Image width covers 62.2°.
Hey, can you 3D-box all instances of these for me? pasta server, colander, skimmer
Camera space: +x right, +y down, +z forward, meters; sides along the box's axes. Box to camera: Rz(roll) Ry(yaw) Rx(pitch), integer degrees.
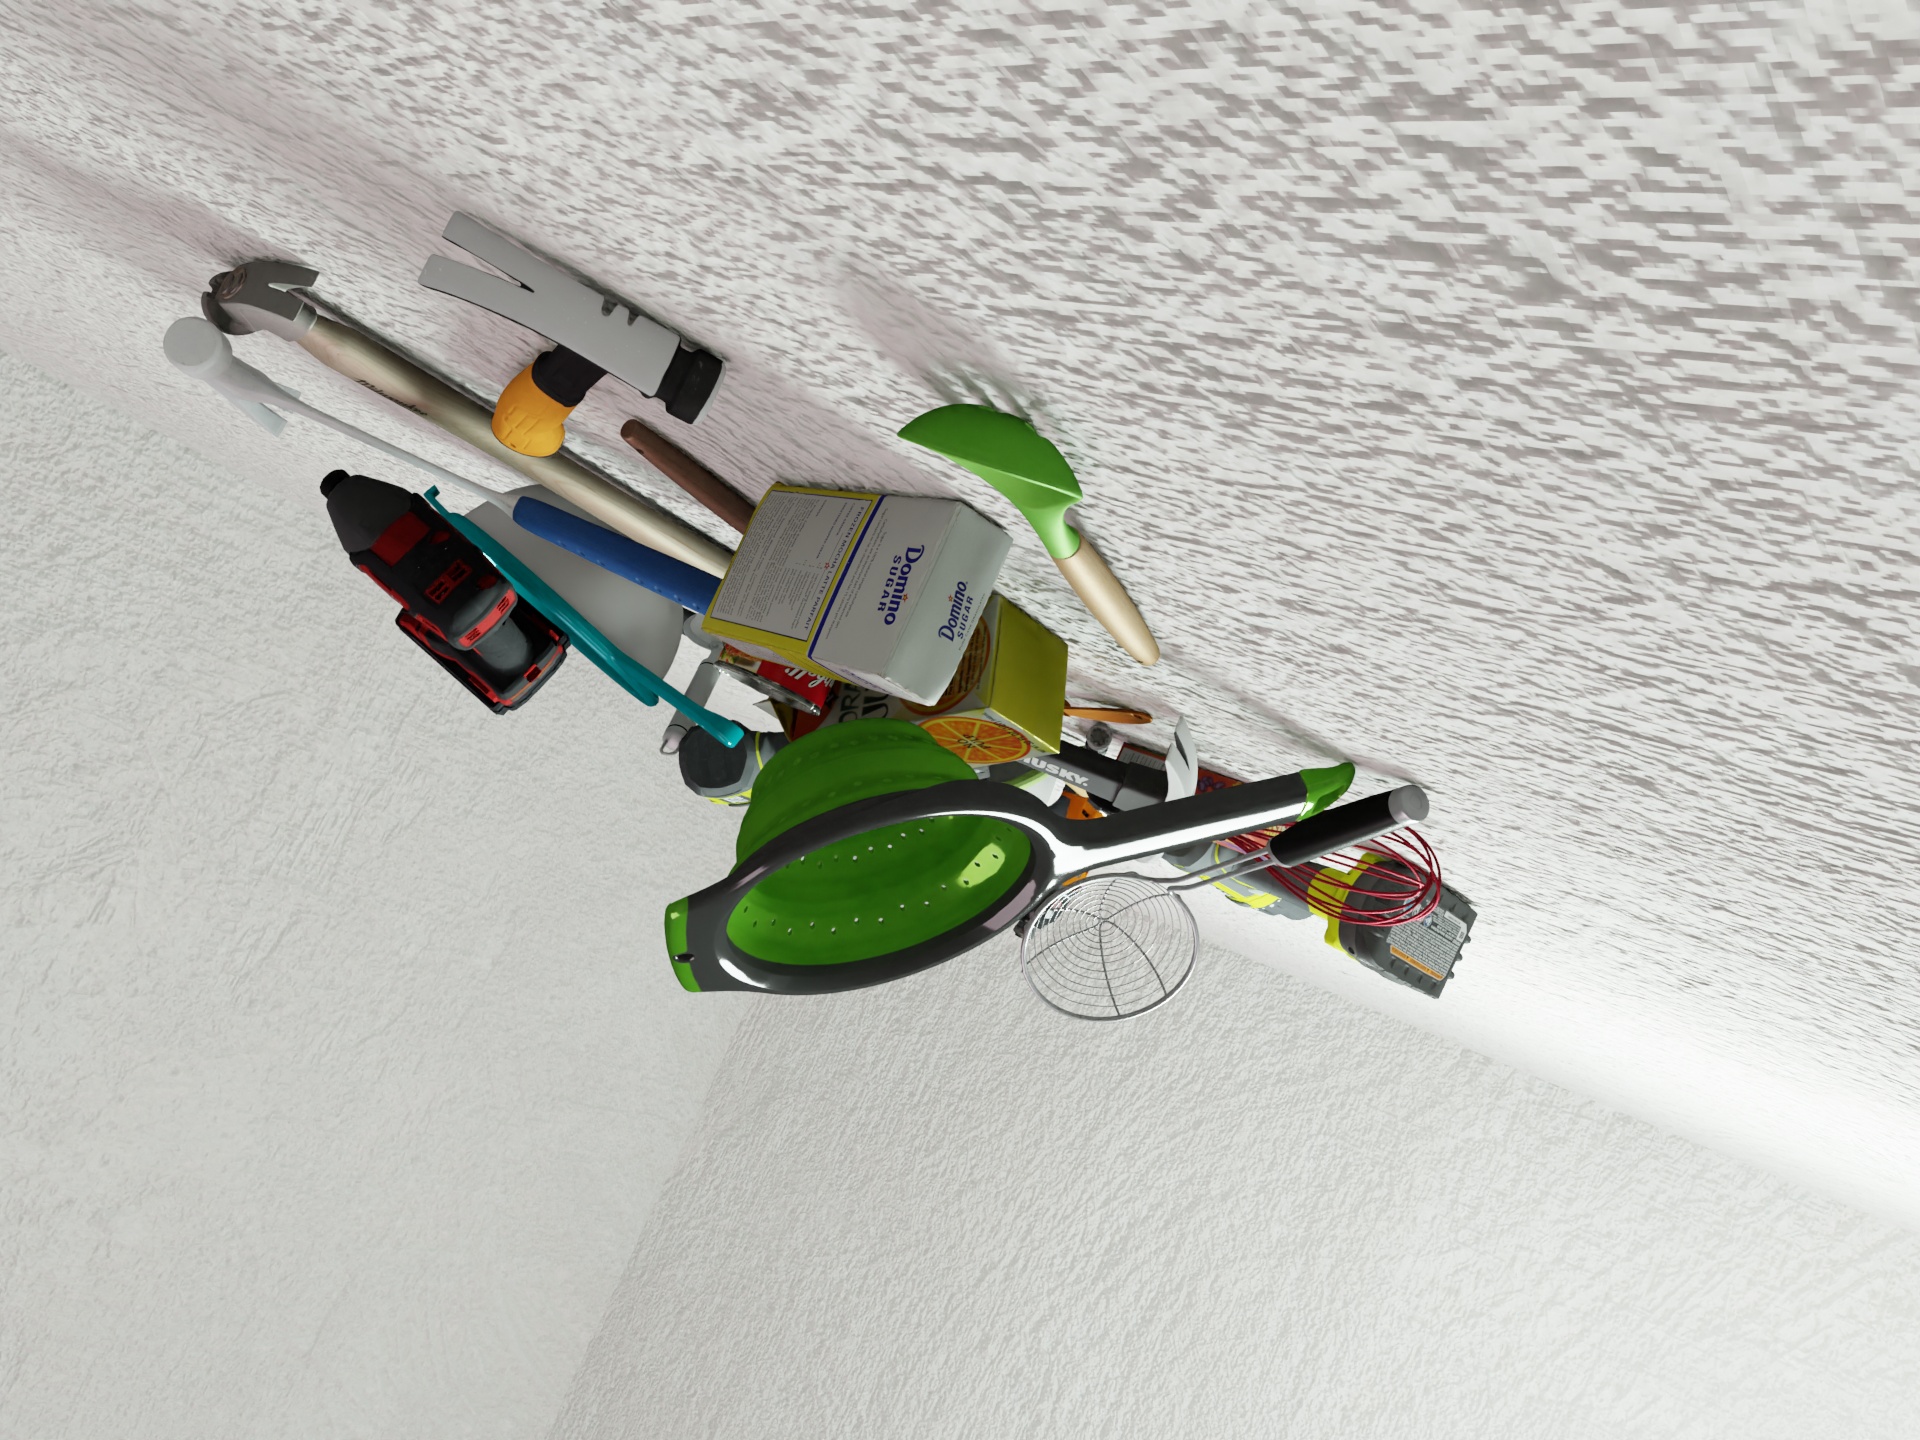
[{"bbox_3d":[-0.111,-0.100,0.999,0.060,0.040,0.316,8,164,32],"label":"pasta server"},{"bbox_3d":[0.025,0.047,0.892,0.397,0.095,0.204,-12,149,-12],"label":"colander"},{"bbox_3d":[0.164,0.123,1.023,0.127,0.090,0.363,29,152,-16],"label":"skimmer"}]

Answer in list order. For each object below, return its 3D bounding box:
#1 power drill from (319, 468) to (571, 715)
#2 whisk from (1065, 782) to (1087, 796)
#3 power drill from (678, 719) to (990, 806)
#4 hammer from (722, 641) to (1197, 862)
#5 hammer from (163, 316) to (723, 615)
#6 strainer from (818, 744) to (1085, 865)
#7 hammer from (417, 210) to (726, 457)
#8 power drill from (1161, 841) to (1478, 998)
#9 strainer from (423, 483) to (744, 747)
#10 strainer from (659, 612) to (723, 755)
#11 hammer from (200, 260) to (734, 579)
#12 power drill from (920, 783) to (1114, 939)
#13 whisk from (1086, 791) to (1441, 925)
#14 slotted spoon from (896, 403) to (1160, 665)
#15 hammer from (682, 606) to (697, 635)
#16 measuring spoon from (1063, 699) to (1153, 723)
[{"bbox_3d":[-0.351,-0.089,1.081,0.143,0.078,0.219,40,168,7],"label":"power drill"},{"bbox_3d":[0.044,0.008,1.187,0.051,0.047,0.244,29,174,37],"label":"whisk"},{"bbox_3d":[-0.093,0.023,1.240,0.223,0.080,0.171,-9,173,2],"label":"power drill"},{"bbox_3d":[-0.002,-0.003,1.059,0.335,0.035,0.146,21,150,3],"label":"hammer"},{"bbox_3d":[-0.291,-0.140,1.016,0.405,0.035,0.144,25,174,-4],"label":"hammer"},{"bbox_3d":[-0.017,0.089,1.303,0.151,0.256,0.069,2,115,52],"label":"strainer"},{"bbox_3d":[-0.215,-0.174,0.810,0.127,0.034,0.337,26,173,-20],"label":"hammer"},{"bbox_3d":[0.288,0.140,1.269,0.190,0.080,0.229,30,174,-38],"label":"power drill"},{"bbox_3d":[-0.243,-0.086,1.182,0.341,0.095,0.210,32,167,39],"label":"strainer"},{"bbox_3d":[-0.200,-0.047,1.290,0.087,0.050,0.259,10,-145,3],"label":"strainer"},{"bbox_3d":[-0.281,-0.174,1.048,0.410,0.038,0.146,30,170,-40],"label":"hammer"},{"bbox_3d":[0.040,0.109,1.546,0.226,0.164,0.084,32,171,-33],"label":"power drill"},{"bbox_3d":[0.194,0.077,1.083,0.296,0.073,0.073,16,169,46],"label":"whisk"},{"bbox_3d":[0.049,-0.071,0.694,0.070,0.031,0.313,22,175,22],"label":"slotted spoon"},{"bbox_3d":[-0.167,-0.045,1.648,0.409,0.036,0.149,26,174,-9],"label":"hammer"},{"bbox_3d":[0.096,-0.008,1.095,0.021,0.011,0.117,29,169,-28],"label":"measuring spoon"}]
